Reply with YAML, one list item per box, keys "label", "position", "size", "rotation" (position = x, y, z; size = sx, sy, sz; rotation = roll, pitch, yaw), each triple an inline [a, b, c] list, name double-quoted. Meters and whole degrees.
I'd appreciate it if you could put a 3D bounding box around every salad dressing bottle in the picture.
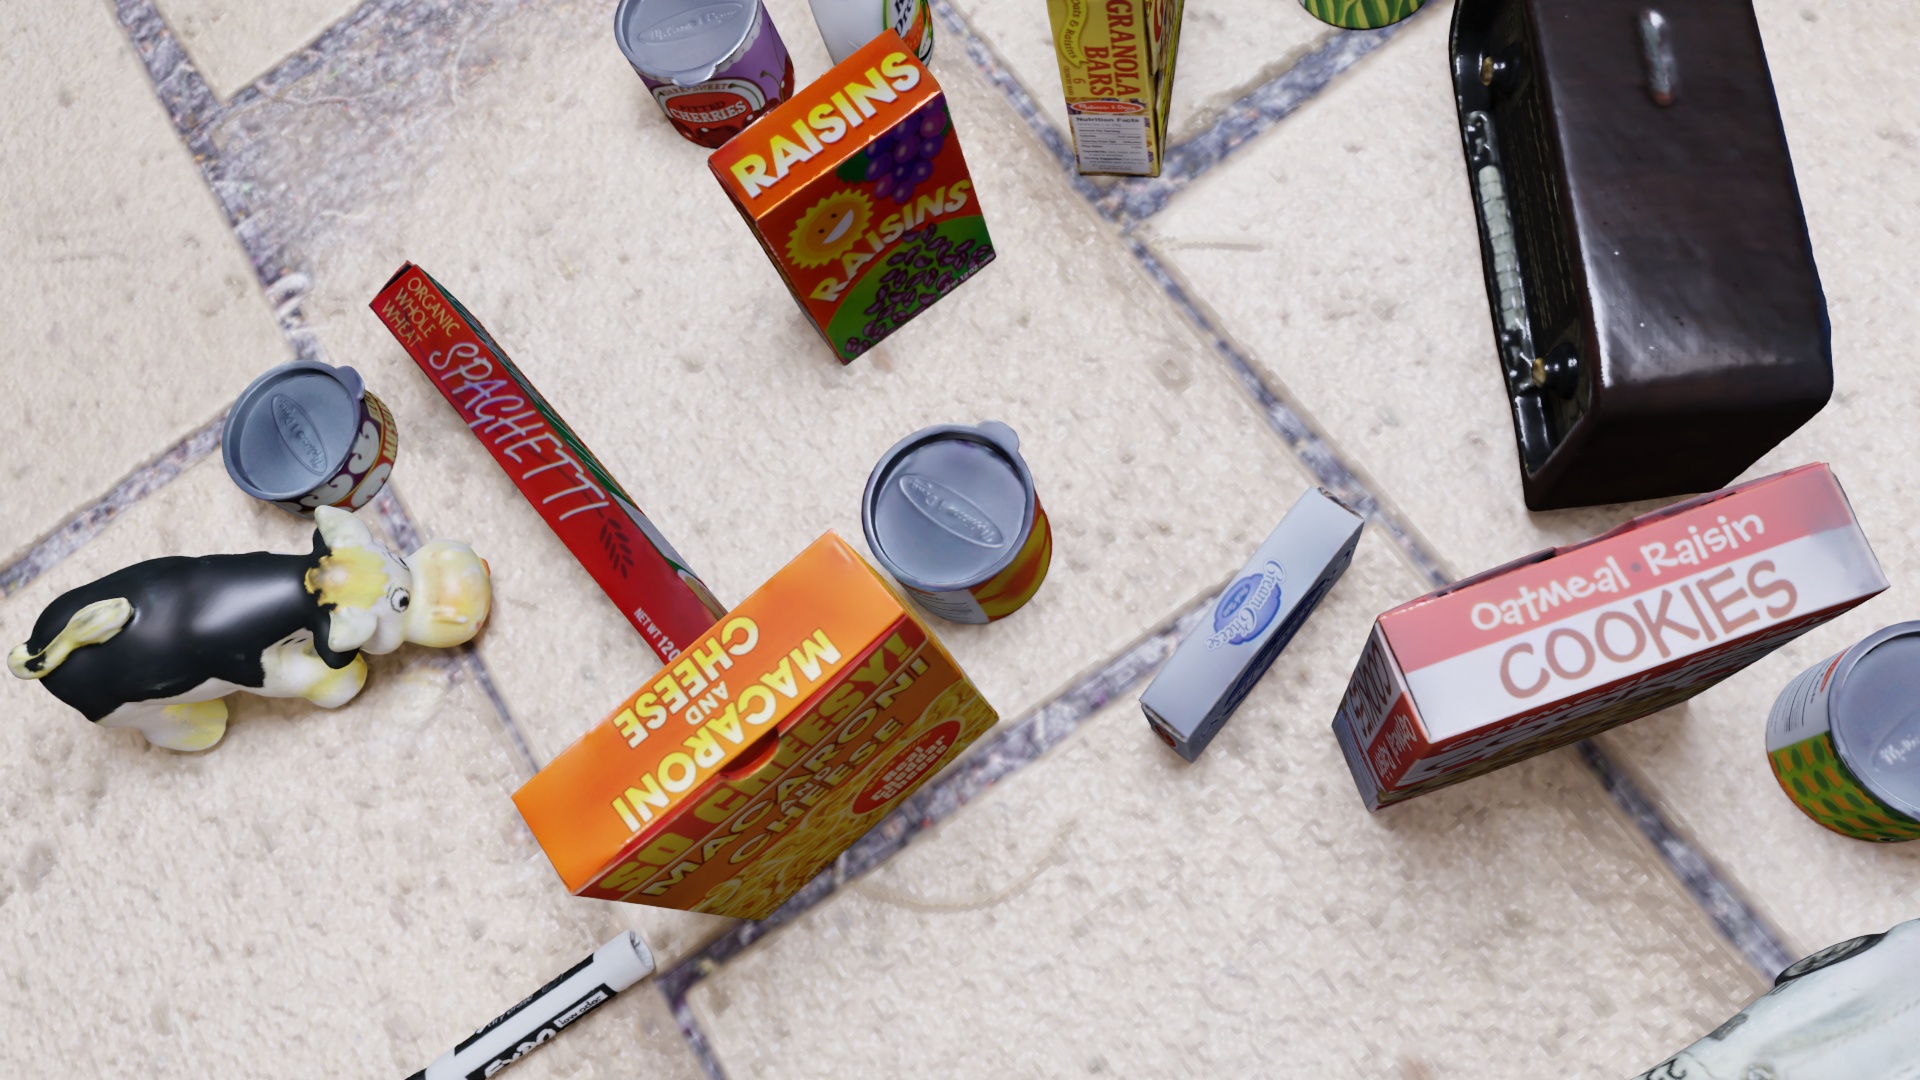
- label: "salad dressing bottle"
  position: [-0.047, -0.251, 0.581]
  size: [0.044, 0.147, 0.064]
  rotation: [8, 75, 13]

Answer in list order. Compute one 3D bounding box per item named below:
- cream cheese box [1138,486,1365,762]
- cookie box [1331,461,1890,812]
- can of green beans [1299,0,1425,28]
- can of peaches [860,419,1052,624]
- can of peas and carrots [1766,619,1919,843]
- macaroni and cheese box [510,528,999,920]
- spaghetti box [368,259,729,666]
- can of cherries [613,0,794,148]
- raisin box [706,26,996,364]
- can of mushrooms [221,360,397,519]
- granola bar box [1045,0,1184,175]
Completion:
- label: "cream cheese box"
  position: [0.107, 0.032, 0.512]
  size: [0.024, 0.053, 0.104]
  rotation: [38, 83, 19]
- label: "cookie box"
  position: [0.186, 0.038, 0.434]
  size: [0.123, 0.167, 0.040]
  rotation: [-20, 70, 4]
- label: "can of green beans"
  position: [0.174, -0.262, 0.591]
  size: [0.071, 0.057, 0.071]
  rotation: [-3, 72, 10]
- label: "can of peaches"
  position: [0.002, -0.007, 0.541]
  size: [0.071, 0.058, 0.071]
  rotation: [-3, 72, 10]
- label: "can of peas and carrots"
  position: [0.314, 0.067, 0.459]
  size: [0.071, 0.058, 0.071]
  rotation: [-3, 72, 10]
- label: "macaroni and cheese box"
  position: [-0.056, 0.072, 0.470]
  size: [0.124, 0.166, 0.040]
  rotation: [-40, 70, -3]
- label: "spaghetti box"
  position: [-0.164, -0.023, 0.582]
  size: [0.029, 0.050, 0.250]
  rotation: [-43, 70, -4]
- label: "can of cherries"
  position: [-0.115, -0.220, 0.631]
  size: [0.071, 0.058, 0.071]
  rotation: [-3, 72, 10]
- label: "raisin box"
  position: [-0.038, -0.132, 0.554]
  size: [0.086, 0.123, 0.040]
  rotation: [-35, 70, -1]
- label: "can of mushrooms"
  position: [-0.288, -0.046, 0.622]
  size: [0.071, 0.033, 0.071]
  rotation: [-3, 72, 10]
- label: "granola bar box"
  position: [0.072, -0.254, 0.572]
  size: [0.039, 0.124, 0.166]
  rotation: [6, 74, 13]
